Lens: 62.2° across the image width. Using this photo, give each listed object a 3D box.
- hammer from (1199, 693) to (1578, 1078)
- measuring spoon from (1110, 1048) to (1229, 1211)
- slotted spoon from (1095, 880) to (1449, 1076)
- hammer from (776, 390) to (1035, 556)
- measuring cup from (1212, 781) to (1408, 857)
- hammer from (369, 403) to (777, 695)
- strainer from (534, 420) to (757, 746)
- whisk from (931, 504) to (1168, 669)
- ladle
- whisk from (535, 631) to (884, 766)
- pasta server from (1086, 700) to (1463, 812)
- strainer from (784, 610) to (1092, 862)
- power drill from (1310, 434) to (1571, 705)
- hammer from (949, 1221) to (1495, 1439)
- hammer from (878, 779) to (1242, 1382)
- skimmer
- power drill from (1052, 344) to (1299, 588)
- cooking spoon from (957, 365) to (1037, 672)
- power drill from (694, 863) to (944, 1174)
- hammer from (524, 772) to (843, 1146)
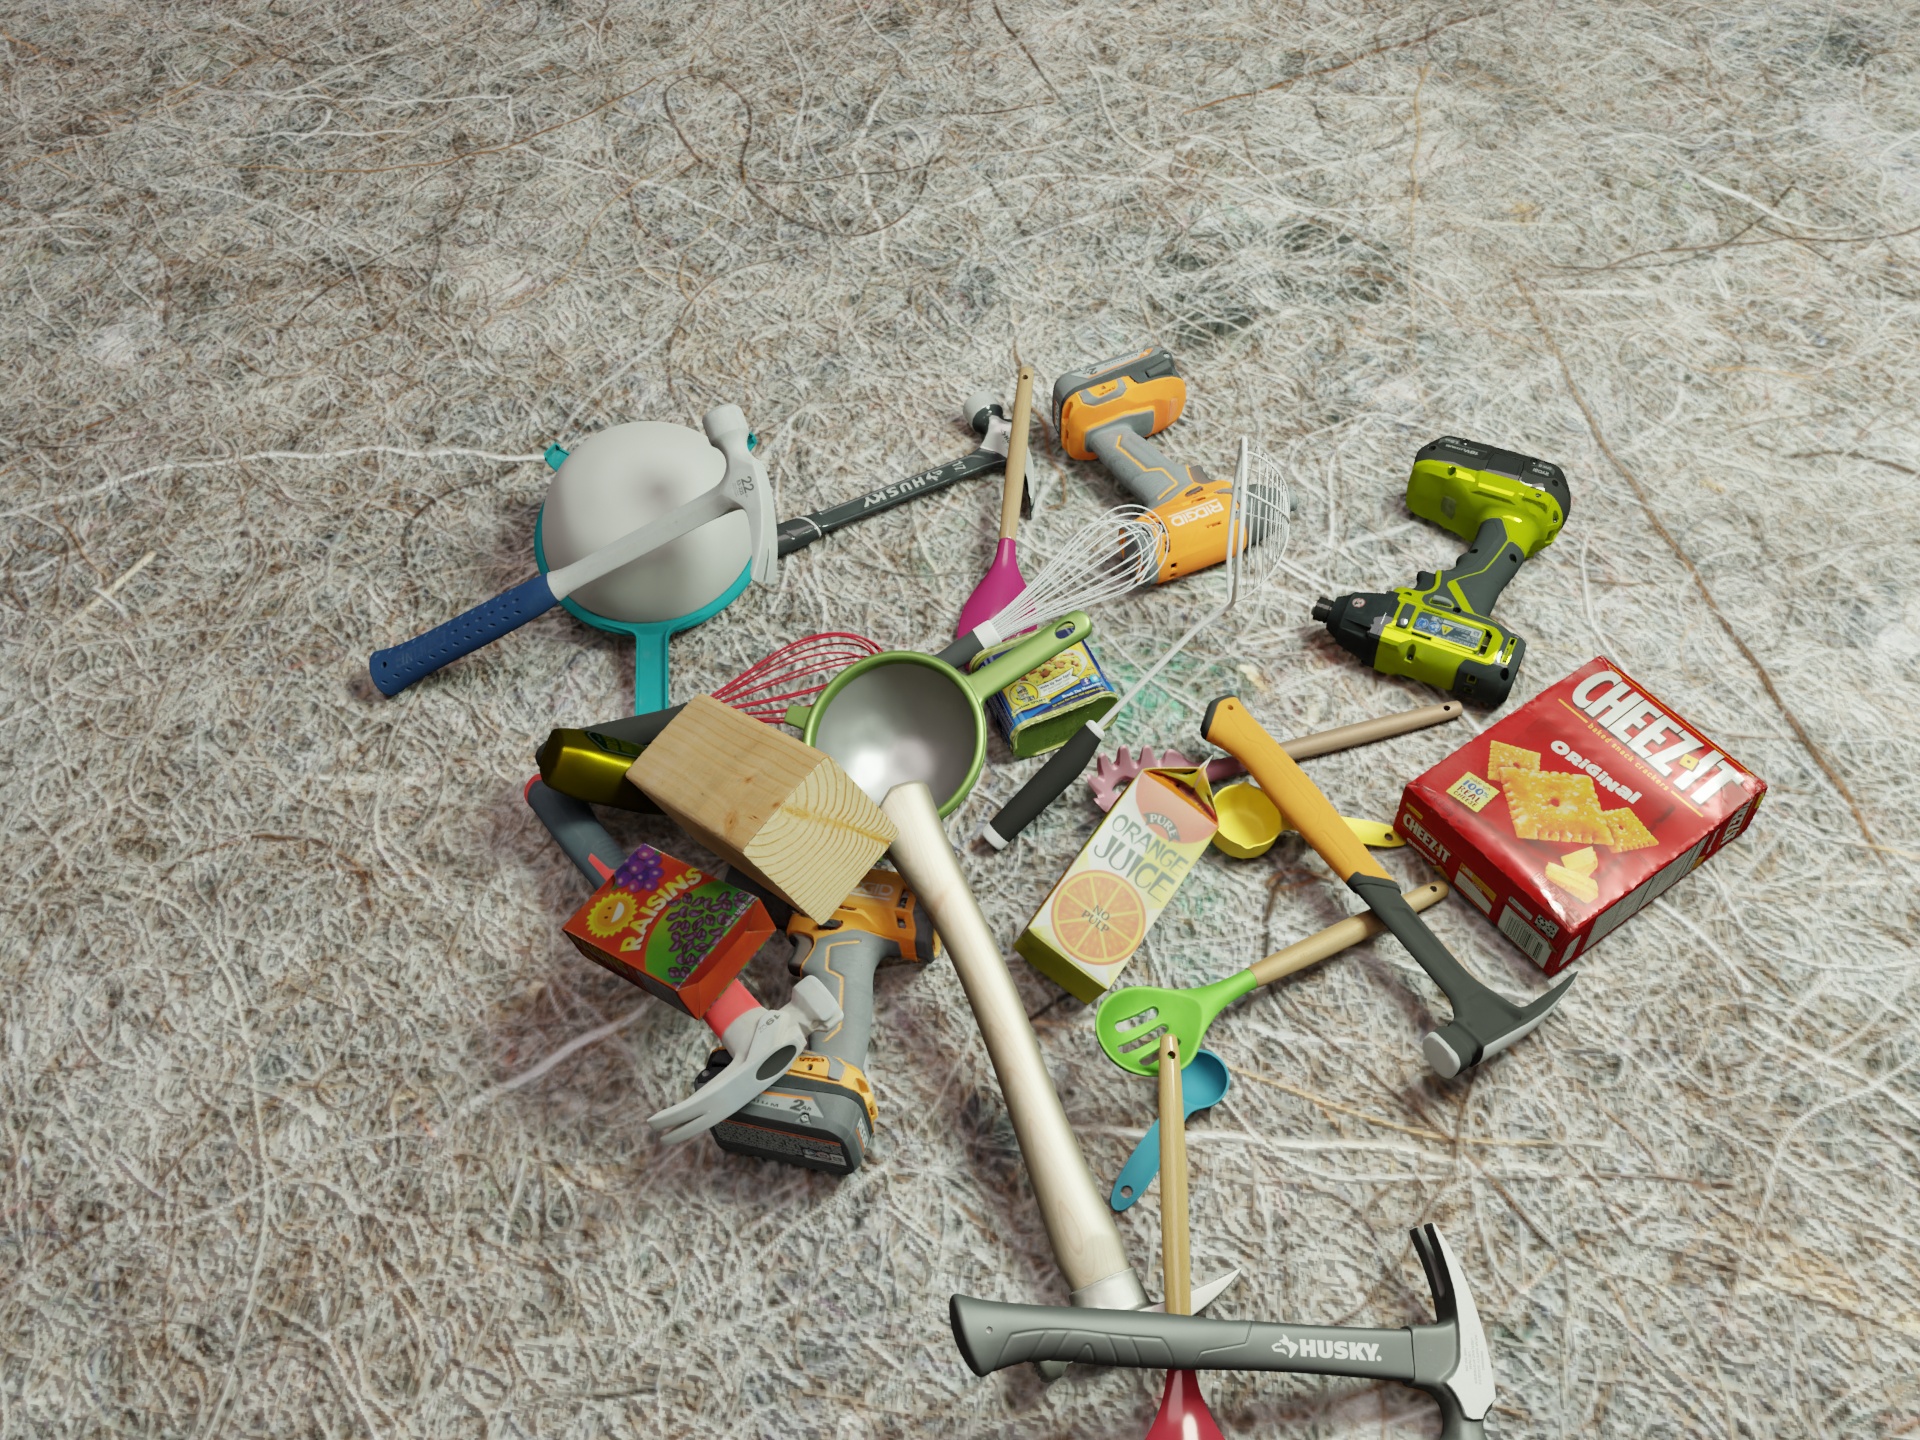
[{"bbox_3d":[0.295,0.101,1.173,0.127,0.034,0.337,-22,56,-24],"label":"hammer"},{"bbox_3d":[0.143,0.286,1.102,0.042,0.021,0.129,29,70,25],"label":"measuring spoon"},{"bbox_3d":[0.229,0.177,1.138,0.313,0.031,0.070,-20,58,-22],"label":"slotted spoon"},{"bbox_3d":[-0.120,-0.180,1.458,0.409,0.036,0.149,-24,56,-11],"label":"hammer"},{"bbox_3d":[0.267,0.087,1.235,0.156,0.029,0.062,8,53,-3],"label":"measuring cup"},{"bbox_3d":[-0.328,-0.110,1.322,0.405,0.035,0.144,-24,80,20],"label":"hammer"},{"bbox_3d":[-0.272,-0.129,1.362,0.211,0.095,0.341,-5,64,-1],"label":"strainer"},{"bbox_3d":[0.050,-0.087,1.334,0.284,0.070,0.070,-33,56,2],"label":"whisk"},{"bbox_3d":[0.137,0.354,0.998,0.069,0.031,0.316,4,65,-6],"label":"ladle"},{"bbox_3d":[-0.202,-0.010,1.302,0.296,0.073,0.073,-17,54,-9],"label":"whisk"},{"bbox_3d":[0.253,0.024,1.269,0.316,0.040,0.060,-14,66,-6],"label":"pasta server"},{"bbox_3d":[-0.002,-0.004,1.269,0.256,0.069,0.152,-33,68,1],"label":"strainer"},{"bbox_3d":[0.411,-0.130,1.346,0.171,0.080,0.223,21,61,19],"label":"power drill"},{"bbox_3d":[0.158,0.371,0.960,0.334,0.035,0.146,7,63,-8],"label":"hammer"},{"bbox_3d":[0.044,0.221,1.091,0.146,0.038,0.411,-19,67,-10],"label":"hammer"},{"bbox_3d":[0.126,-0.057,1.234,0.090,0.127,0.363,44,96,3],"label":"skimmer"},{"bbox_3d":[0.192,-0.233,1.441,0.164,0.084,0.227,-20,59,-9],"label":"power drill"},{"bbox_3d":[0.044,-0.182,1.418,0.069,0.017,0.319,4,66,6],"label":"cooking spoon"},{"bbox_3d":[-0.120,0.198,1.153,0.185,0.084,0.226,8,51,14],"label":"power drill"},{"bbox_3d":[-0.244,0.149,1.164,0.143,0.038,0.387,-37,44,-17],"label":"hammer"}]
